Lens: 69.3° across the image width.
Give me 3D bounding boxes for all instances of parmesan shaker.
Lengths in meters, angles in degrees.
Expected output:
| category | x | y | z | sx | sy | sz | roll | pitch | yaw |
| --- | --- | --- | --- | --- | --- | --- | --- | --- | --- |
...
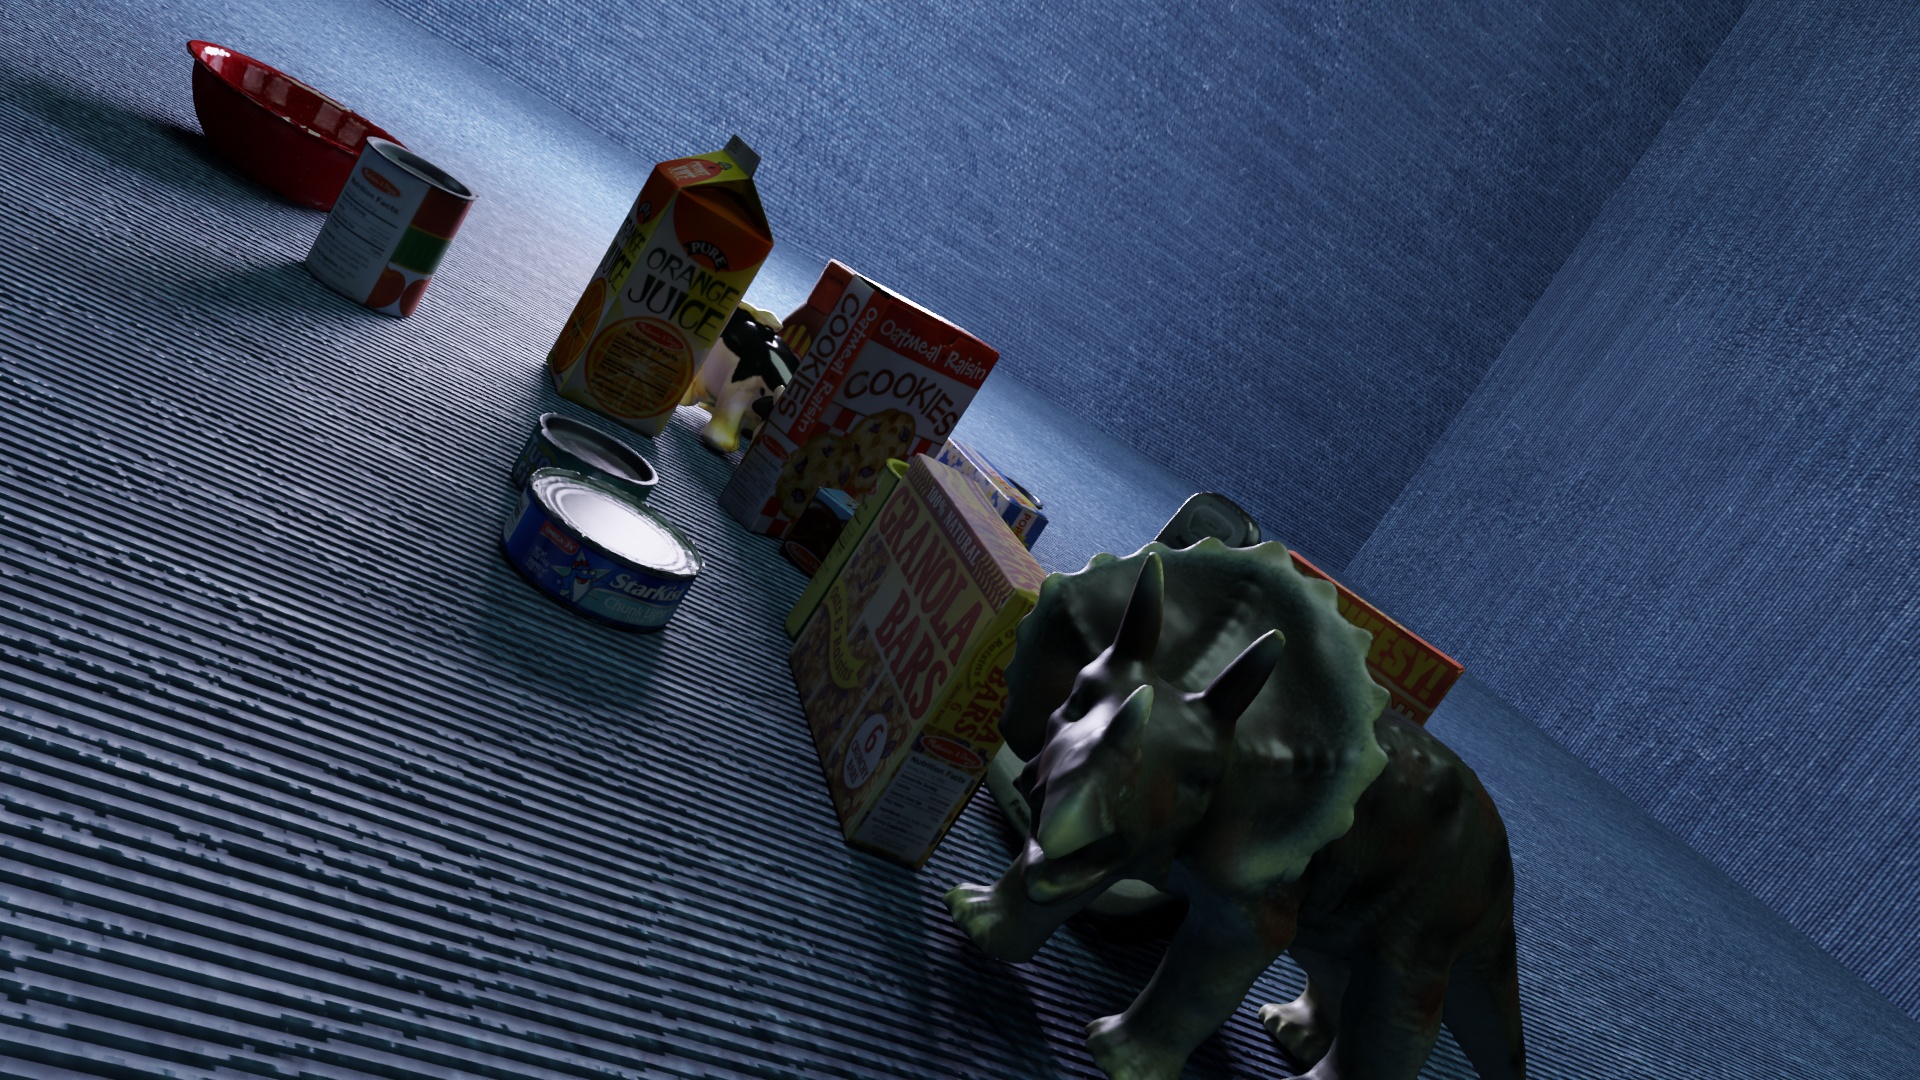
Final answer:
| category | x | y | z | sx | sy | sz | roll | pitch | yaw |
| --- | --- | --- | --- | --- | --- | --- | --- | --- | --- |
| parmesan shaker | -0.037 | 0.017 | 0.729 | 0.071 | 0.103 | 0.071 | 32 | 11 | -7 |

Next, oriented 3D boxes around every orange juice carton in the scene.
| category | x | y | z | sx | sy | sz | roll | pitch | yaw |
| --- | --- | --- | --- | --- | --- | --- | --- | --- | --- |
| orange juice carton | -0.185 | -0.171 | 0.893 | 0.073 | 0.192 | 0.072 | 26 | 12 | -32 |

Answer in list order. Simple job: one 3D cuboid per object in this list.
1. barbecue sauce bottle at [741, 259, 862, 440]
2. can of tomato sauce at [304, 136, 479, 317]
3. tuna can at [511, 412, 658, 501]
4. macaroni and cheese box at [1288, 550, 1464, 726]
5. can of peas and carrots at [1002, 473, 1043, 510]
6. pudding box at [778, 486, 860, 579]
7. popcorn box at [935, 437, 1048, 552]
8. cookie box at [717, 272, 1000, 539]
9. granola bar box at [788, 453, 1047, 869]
| category | x | y | z | sx | sy | sz | roll | pitch | yaw |
| --- | --- | --- | --- | --- | --- | --- | --- | --- | --- |
| barbecue sauce bottle | -0.121 | -0.142 | 1.061 | 0.065 | 0.148 | 0.044 | 36 | 11 | 16 |
| can of tomato sauce | -0.334 | -0.183 | 0.817 | 0.071 | 0.083 | 0.071 | 32 | 11 | -7 |
| tuna can | -0.192 | -0.034 | 0.703 | 0.071 | 0.032 | 0.071 | 32 | 11 | -7 |
| macaroni and cheese box | 0.200 | 0.107 | 0.836 | 0.124 | 0.166 | 0.040 | 37 | 11 | 21 |
| can of peas and carrots | 0.030 | -0.023 | 1.204 | 0.071 | 0.058 | 0.071 | 32 | 11 | -7 |
| pudding box | -0.061 | 0.011 | 0.829 | 0.084 | 0.049 | 0.030 | 37 | 12 | 22 |
| popcorn box | 0.004 | -0.013 | 1.016 | 0.038 | 0.085 | 0.127 | 26 | 13 | -32 |
| cookie box | -0.061 | -0.073 | 0.883 | 0.040 | 0.167 | 0.123 | 40 | 13 | 33 |
| granola bar box | -0.018 | 0.045 | 0.610 | 0.039 | 0.124 | 0.166 | 28 | 12 | -24 |
